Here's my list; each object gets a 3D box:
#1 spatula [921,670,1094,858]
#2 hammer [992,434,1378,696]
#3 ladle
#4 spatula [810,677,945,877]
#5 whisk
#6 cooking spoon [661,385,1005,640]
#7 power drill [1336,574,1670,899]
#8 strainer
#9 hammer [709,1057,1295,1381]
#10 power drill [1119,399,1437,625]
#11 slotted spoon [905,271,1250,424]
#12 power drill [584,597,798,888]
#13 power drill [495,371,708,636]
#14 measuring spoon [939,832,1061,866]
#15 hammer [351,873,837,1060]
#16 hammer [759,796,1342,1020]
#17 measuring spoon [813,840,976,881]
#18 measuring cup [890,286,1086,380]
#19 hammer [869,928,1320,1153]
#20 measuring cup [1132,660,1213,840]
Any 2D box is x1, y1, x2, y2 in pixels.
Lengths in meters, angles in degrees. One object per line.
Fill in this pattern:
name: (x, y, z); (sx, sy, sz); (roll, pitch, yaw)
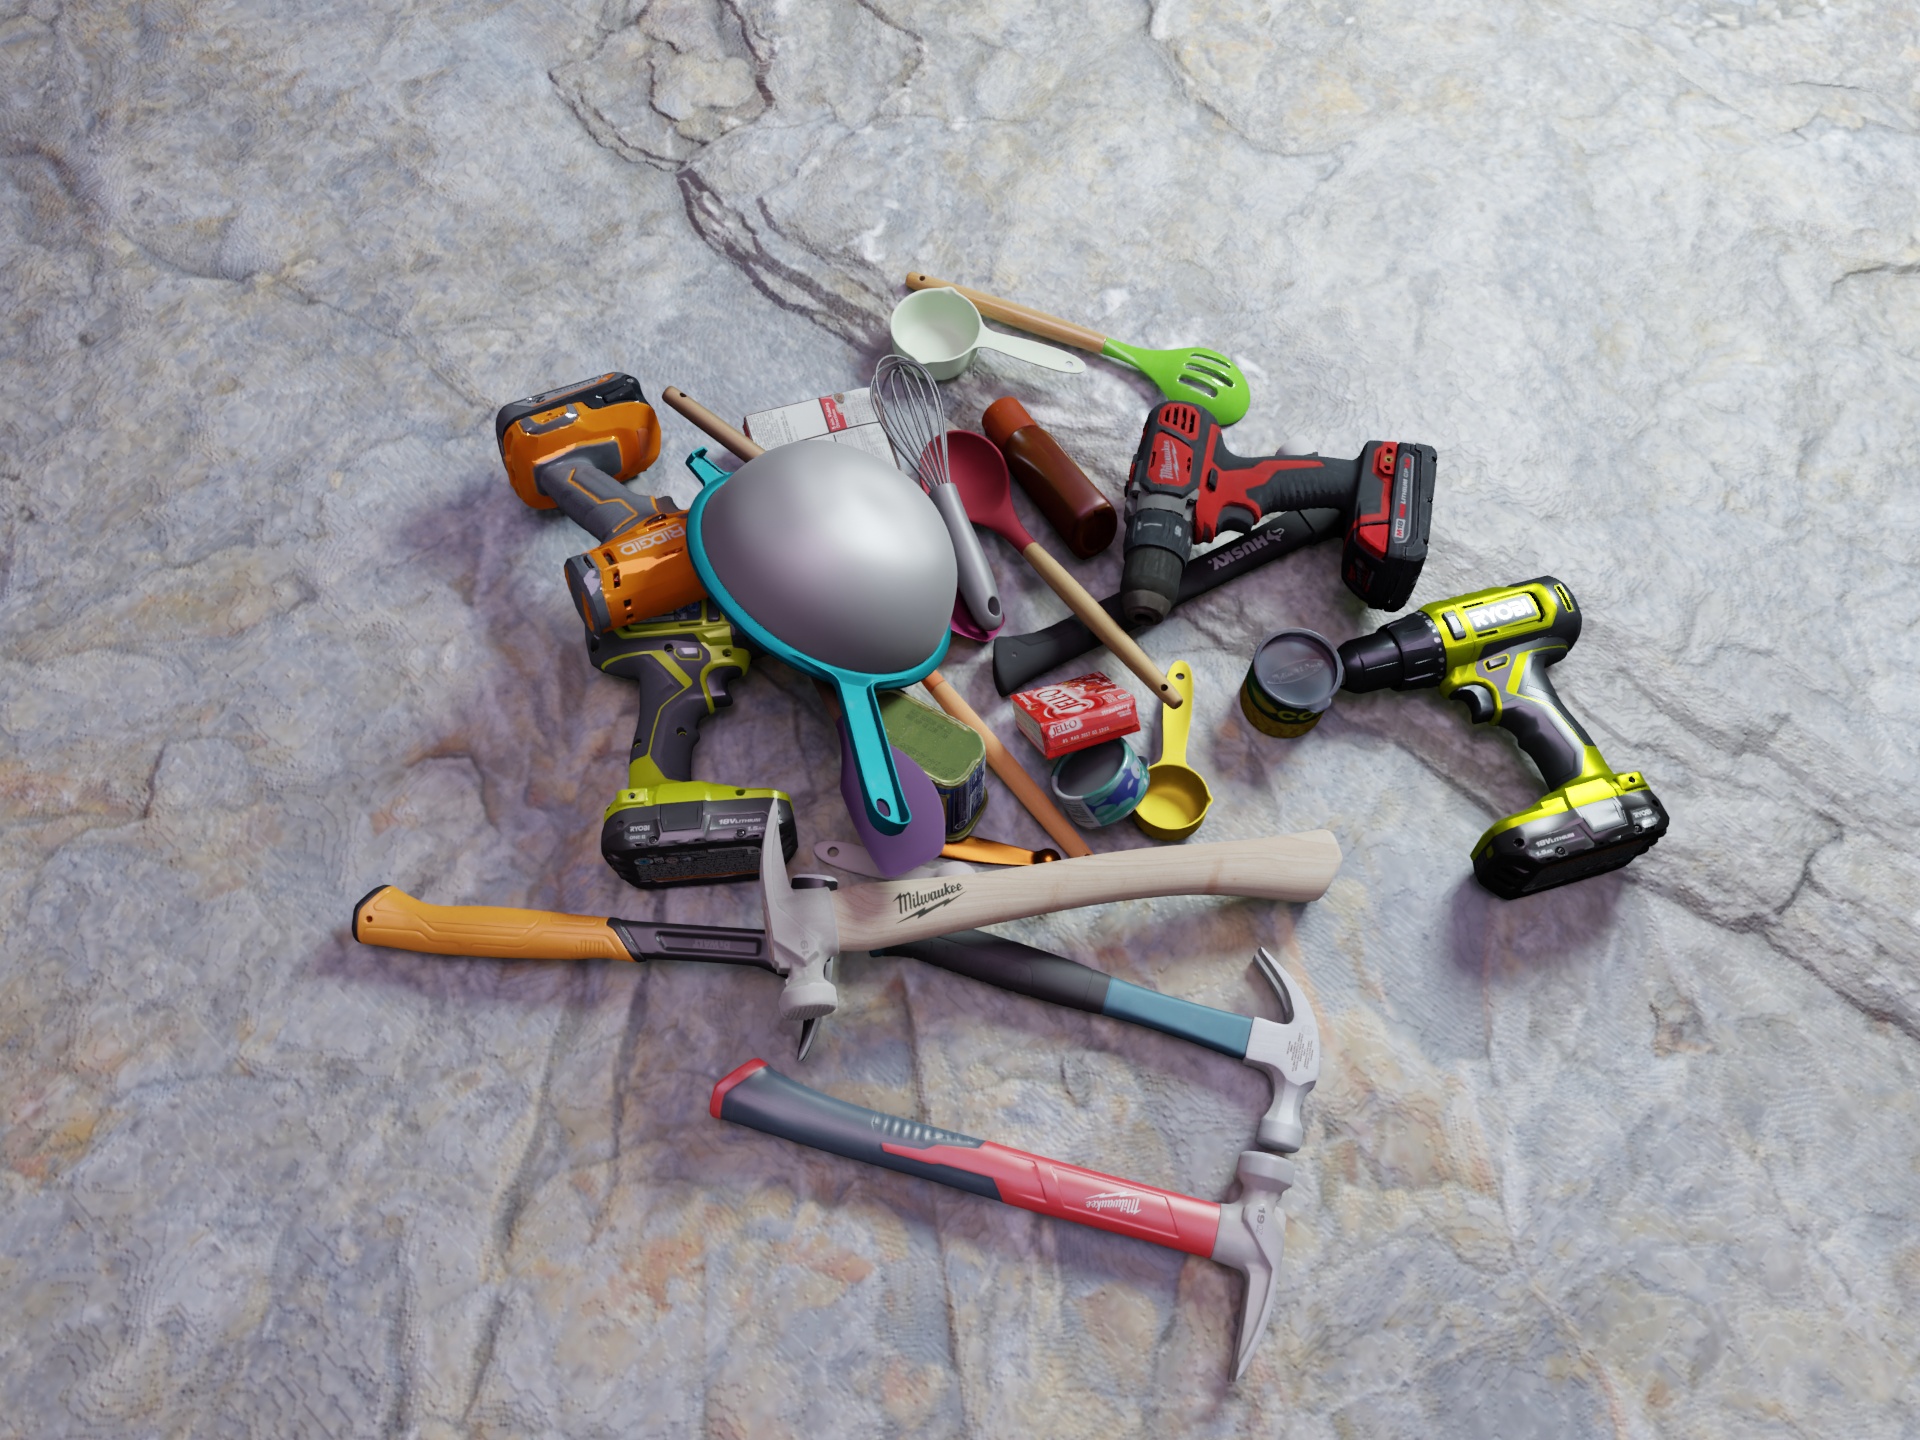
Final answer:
spatula: (-0.002, -0.004, 1.199); (0.081, 0.041, 0.323); (-36, 75, -18)
hammer: (0.172, -0.101, 1.241); (0.335, 0.035, 0.146); (-26, 68, -13)
ladle: (0.069, -0.117, 1.220); (0.069, 0.031, 0.316); (-40, 60, 1)
spatula: (-0.088, -0.019, 1.118); (0.060, 0.018, 0.316); (-26, 55, -6)
whisk: (-0.016, -0.178, 1.238); (0.055, 0.055, 0.239); (-18, 78, -10)
cooking spoon: (-0.100, -0.162, 1.233); (0.319, 0.017, 0.069); (36, 45, 0)
power drill: (0.396, 0.009, 1.175); (0.190, 0.080, 0.229); (-14, 64, -9)
strainer: (-0.064, -0.081, 1.081); (0.210, 0.095, 0.341); (12, 43, -31)
hammer: (0.018, 0.312, 1.046); (0.386, 0.038, 0.143); (14, 67, 5)
power drill: (0.233, -0.143, 1.203); (0.227, 0.080, 0.188); (10, 65, 7)
slotted spoon: (0.097, -0.324, 1.346); (0.314, 0.031, 0.070); (22, 67, 10)
power drill: (-0.185, 0.002, 1.163); (0.171, 0.080, 0.223); (-5, 63, -4)
power drill: (-0.243, -0.169, 1.204); (0.164, 0.084, 0.227); (-23, 52, -20)
measuring spoon: (0.016, 0.094, 1.159); (0.117, 0.011, 0.021); (9, 65, 3)
hammer: (-0.256, 0.159, 1.103); (0.337, 0.034, 0.127); (4, 79, 4)
hammer: (0.068, 0.105, 1.095); (0.410, 0.038, 0.146); (-6, 66, -15)
measuring spoon: (-0.047, 0.105, 1.149); (0.124, 0.018, 0.034); (14, 66, 5)
measuring cup: (0.022, -0.308, 1.331); (0.167, 0.038, 0.083); (17, 66, 4)
hammer: (0.088, 0.188, 1.107); (0.331, 0.033, 0.128); (17, 67, 6)
measuring cup: (0.160, 0.023, 1.195); (0.062, 0.029, 0.157); (6, 54, 6)
